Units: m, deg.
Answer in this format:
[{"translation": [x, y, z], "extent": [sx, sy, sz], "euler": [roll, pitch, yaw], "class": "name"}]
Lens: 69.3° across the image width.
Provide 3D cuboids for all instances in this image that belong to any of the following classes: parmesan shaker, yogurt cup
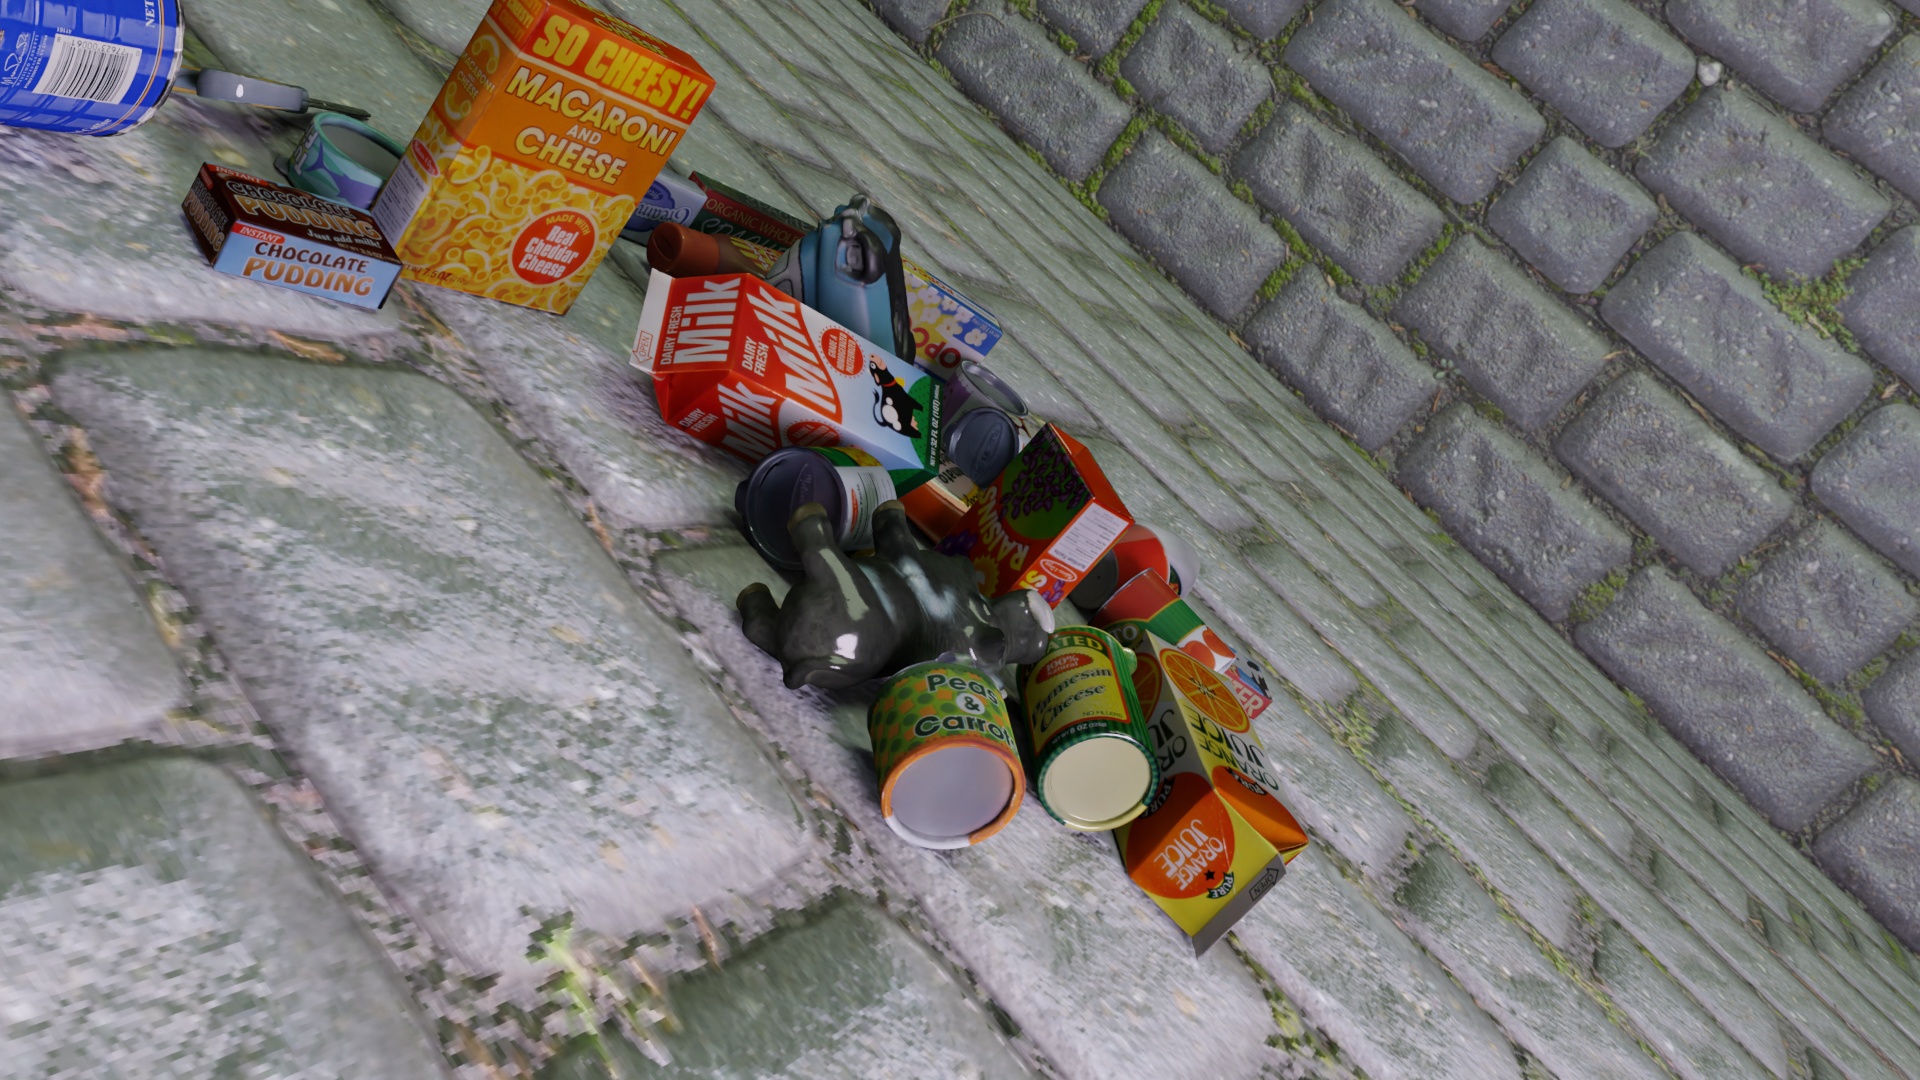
[{"translation": [0.071, 0.100, 0.762], "extent": [0.071, 0.071, 0.103], "euler": [33, 21, -20], "class": "parmesan shaker"}, {"translation": [0.110, 0.022, 1.010], "extent": [0.054, 0.072, 0.072], "euler": [-1, 43, -44], "class": "yogurt cup"}]

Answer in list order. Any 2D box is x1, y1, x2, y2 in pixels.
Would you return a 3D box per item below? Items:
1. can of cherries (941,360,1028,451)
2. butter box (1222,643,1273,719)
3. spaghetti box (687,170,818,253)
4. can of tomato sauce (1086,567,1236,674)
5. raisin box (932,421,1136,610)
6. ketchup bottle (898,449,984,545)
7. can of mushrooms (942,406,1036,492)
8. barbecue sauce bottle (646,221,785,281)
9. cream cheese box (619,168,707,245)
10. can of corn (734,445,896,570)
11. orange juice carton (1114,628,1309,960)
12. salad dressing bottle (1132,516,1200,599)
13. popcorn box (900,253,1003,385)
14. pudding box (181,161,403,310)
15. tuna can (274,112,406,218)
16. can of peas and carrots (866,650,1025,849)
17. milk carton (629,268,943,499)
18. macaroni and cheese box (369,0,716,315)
[{"translation": [0.010, -0.100, 1.100], "extent": [0.071, 0.058, 0.072], "euler": [34, 21, -14], "class": "can of cherries"}, {"translation": [0.189, 0.091, 1.060], "extent": [0.103, 0.024, 0.053], "euler": [34, 20, -17], "class": "butter box"}, {"translation": [-0.134, -0.236, 1.145], "extent": [0.250, 0.050, 0.029], "euler": [14, 30, -50], "class": "spaghetti box"}, {"translation": [0.134, 0.072, 0.944], "extent": [0.083, 0.071, 0.071], "euler": [47, 21, 16], "class": "can of tomato sauce"}, {"translation": [0.038, 0.002, 0.837], "extent": [0.040, 0.123, 0.086], "euler": [28, 23, -35], "class": "raisin box"}, {"translation": [0.003, -0.012, 0.921], "extent": [0.149, 0.043, 0.065], "euler": [44, 24, 10], "class": "ketchup bottle"}, {"translation": [0.023, -0.066, 1.039], "extent": [0.033, 0.071, 0.071], "euler": [12, 34, -54], "class": "can of mushrooms"}, {"translation": [-0.164, -0.197, 1.019], "extent": [0.065, 0.043, 0.149], "euler": [51, 23, 26], "class": "barbecue sauce bottle"}, {"translation": [-0.233, -0.243, 0.978], "extent": [0.104, 0.053, 0.024], "euler": [14, 30, -51], "class": "cream cheese box"}, {"translation": [-0.078, -0.019, 0.763], "extent": [0.071, 0.071, 0.058], "euler": [46, 20, 16], "class": "can of corn"}, {"translation": [0.130, 0.142, 0.778], "extent": [0.073, 0.071, 0.193], "euler": [31, 21, -23], "class": "orange juice carton"}, {"translation": [0.113, 0.000, 1.074], "extent": [0.147, 0.064, 0.044], "euler": [26, 52, -15], "class": "salad dressing bottle"}, {"translation": [-0.040, -0.174, 1.127], "extent": [0.126, 0.085, 0.038], "euler": [29, 23, -28], "class": "popcorn box"}, {"translation": [-0.314, -0.142, 0.655], "extent": [0.084, 0.030, 0.050], "euler": [10, 34, -55], "class": "pudding box"}, {"translation": [-0.327, -0.199, 0.749], "extent": [0.071, 0.032, 0.071], "euler": [35, 20, -15], "class": "tuna can"}, {"translation": [-0.006, 0.096, 0.635], "extent": [0.071, 0.070, 0.059], "euler": [30, 23, -26], "class": "can of peas and carrots"}, {"translation": [-0.105, -0.090, 0.819], "extent": [0.190, 0.073, 0.072], "euler": [27, 52, -33], "class": "milk carton"}, {"translation": [-0.227, -0.208, 0.749], "extent": [0.040, 0.166, 0.124], "euler": [49, 21, 24], "class": "macaroni and cheese box"}]
